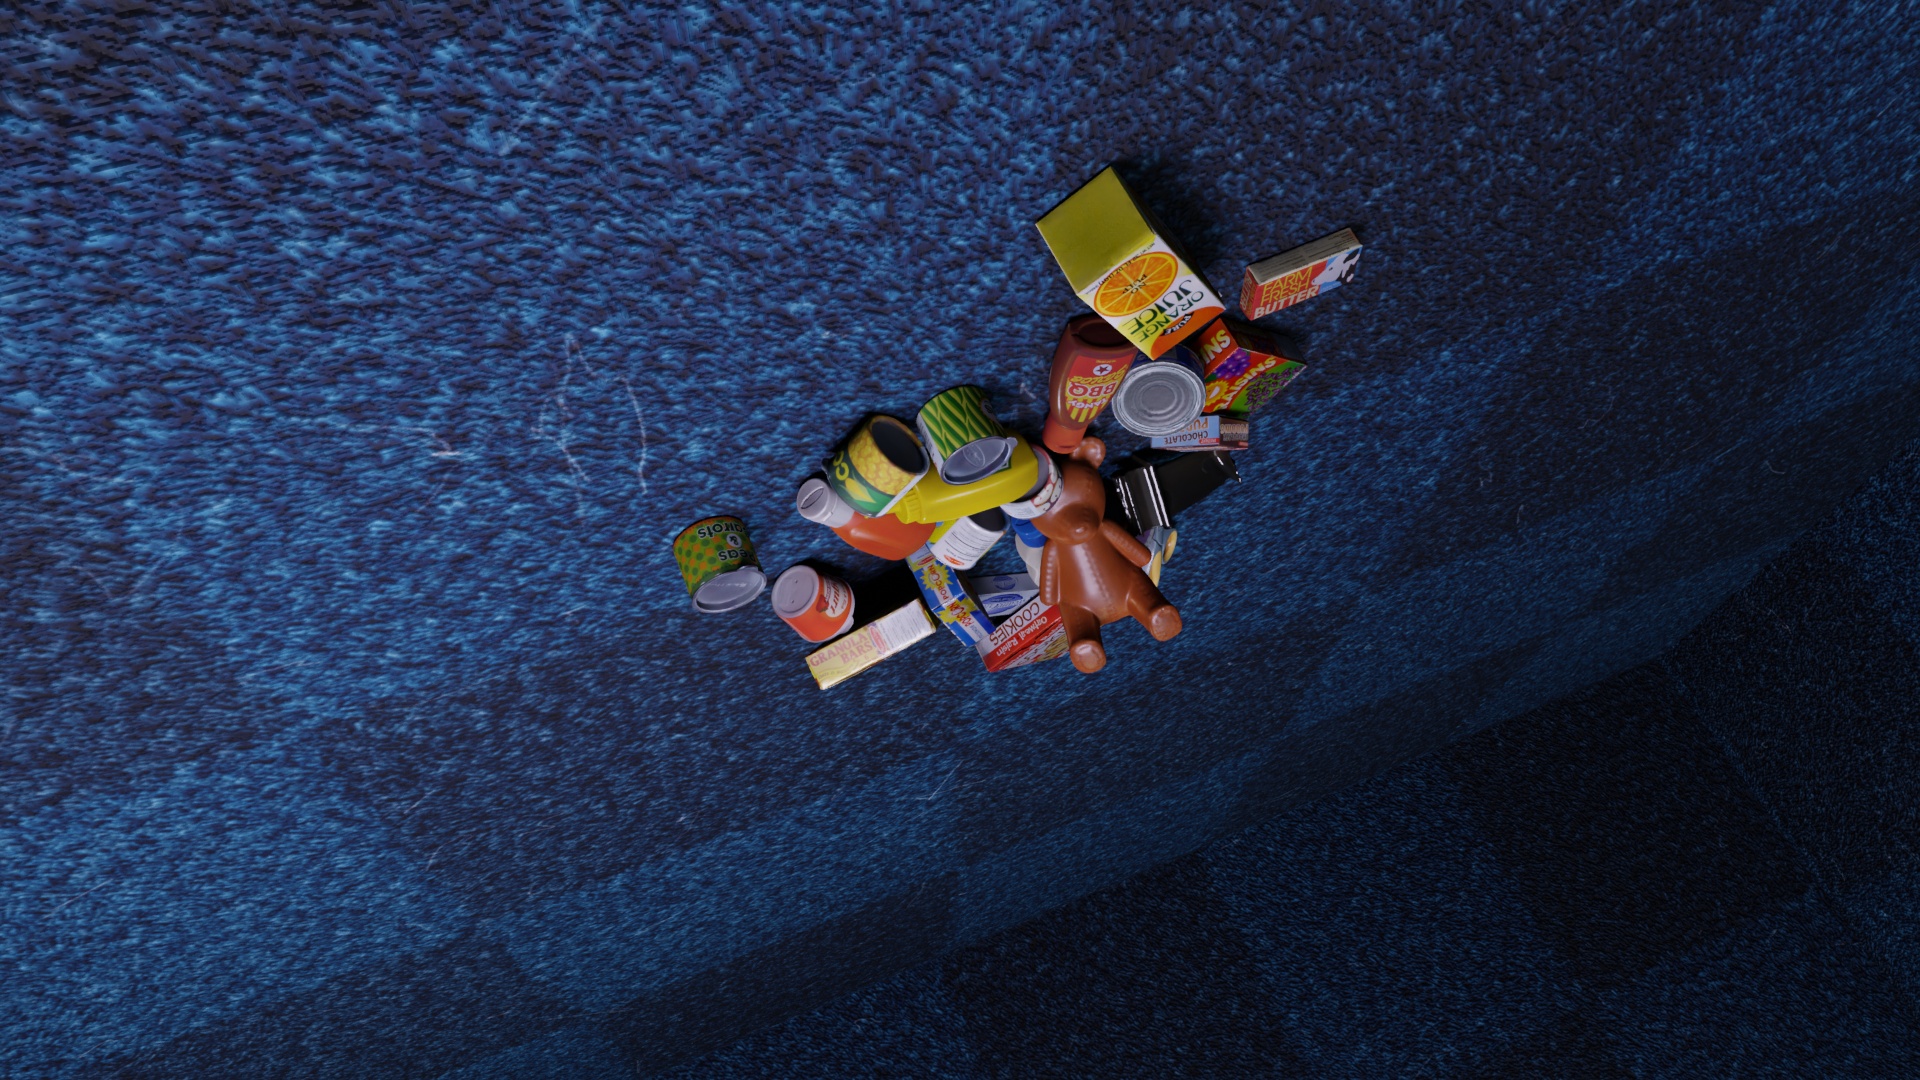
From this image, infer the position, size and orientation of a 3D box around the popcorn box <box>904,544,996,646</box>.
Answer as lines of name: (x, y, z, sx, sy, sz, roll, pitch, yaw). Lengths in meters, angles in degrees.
popcorn box: (-0.012, 0.047, 1.384, 0.038, 0.085, 0.126, -29, 153, 4)

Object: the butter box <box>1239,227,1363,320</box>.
butter box: (0.295, -0.232, 1.211, 0.104, 0.024, 0.053, -22, 153, -8)

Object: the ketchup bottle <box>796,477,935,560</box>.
ketchup bottle: (-0.086, -0.022, 1.240, 0.064, 0.044, 0.149, -40, 151, 19)

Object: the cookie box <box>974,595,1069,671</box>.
cookie box: (0.111, 0.097, 1.608, 0.122, 0.040, 0.168, -40, 161, 28)

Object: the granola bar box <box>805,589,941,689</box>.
granola bar box: (-0.080, 0.094, 1.386, 0.124, 0.039, 0.165, -27, -179, 4)

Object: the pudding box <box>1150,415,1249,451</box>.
pudding box: (0.230, -0.103, 1.340, 0.050, 0.030, 0.083, 2, 180, -44)

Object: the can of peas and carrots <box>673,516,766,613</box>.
can of peas and carrots: (-0.206, 0.019, 1.191, 0.071, 0.059, 0.070, -21, 153, -11)

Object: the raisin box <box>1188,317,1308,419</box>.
raisin box: (0.254, -0.159, 1.294, 0.123, 0.040, 0.085, 3, 143, -47)

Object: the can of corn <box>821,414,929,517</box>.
can of corn: (-0.070, -0.064, 1.153, 0.071, 0.071, 0.058, 7, 139, -48)

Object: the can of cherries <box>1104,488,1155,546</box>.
can of cherries: (0.160, -0.021, 1.440, 0.071, 0.072, 0.058, -40, 149, 28)

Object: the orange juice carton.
orange juice carton: (0.142, -0.203, 1.072, 0.071, 0.073, 0.192, -35, 153, 18)

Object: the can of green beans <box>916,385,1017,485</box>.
can of green beans: (0.003, -0.089, 1.177, 0.071, 0.058, 0.071, -20, 153, -11)

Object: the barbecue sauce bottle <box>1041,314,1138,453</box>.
barbecue sauce bottle: (0.105, -0.132, 1.203, 0.065, 0.044, 0.147, -3, 149, -15)

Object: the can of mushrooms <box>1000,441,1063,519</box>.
can of mushrooms: (0.059, -0.058, 1.280, 0.071, 0.071, 0.033, -30, 153, 9)

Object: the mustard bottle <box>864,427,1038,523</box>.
mustard bottle: (-0.011, -0.049, 1.220, 0.161, 0.065, 0.048, -22, 144, -20)

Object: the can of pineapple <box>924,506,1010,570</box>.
can of pineapple: (0.005, -0.016, 1.309, 0.071, 0.071, 0.057, 2, 143, -43)

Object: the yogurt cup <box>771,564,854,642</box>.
yogurt cup: (-0.142, 0.057, 1.315, 0.072, 0.072, 0.054, -32, 145, 13)

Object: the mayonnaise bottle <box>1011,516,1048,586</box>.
mayonnaise bottle: (0.089, 0.004, 1.448, 0.065, 0.041, 0.147, -29, 153, 5)

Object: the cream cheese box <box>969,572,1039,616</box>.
cream cheese box: (0.036, 0.061, 1.526, 0.104, 0.024, 0.053, -4, 148, -36)
